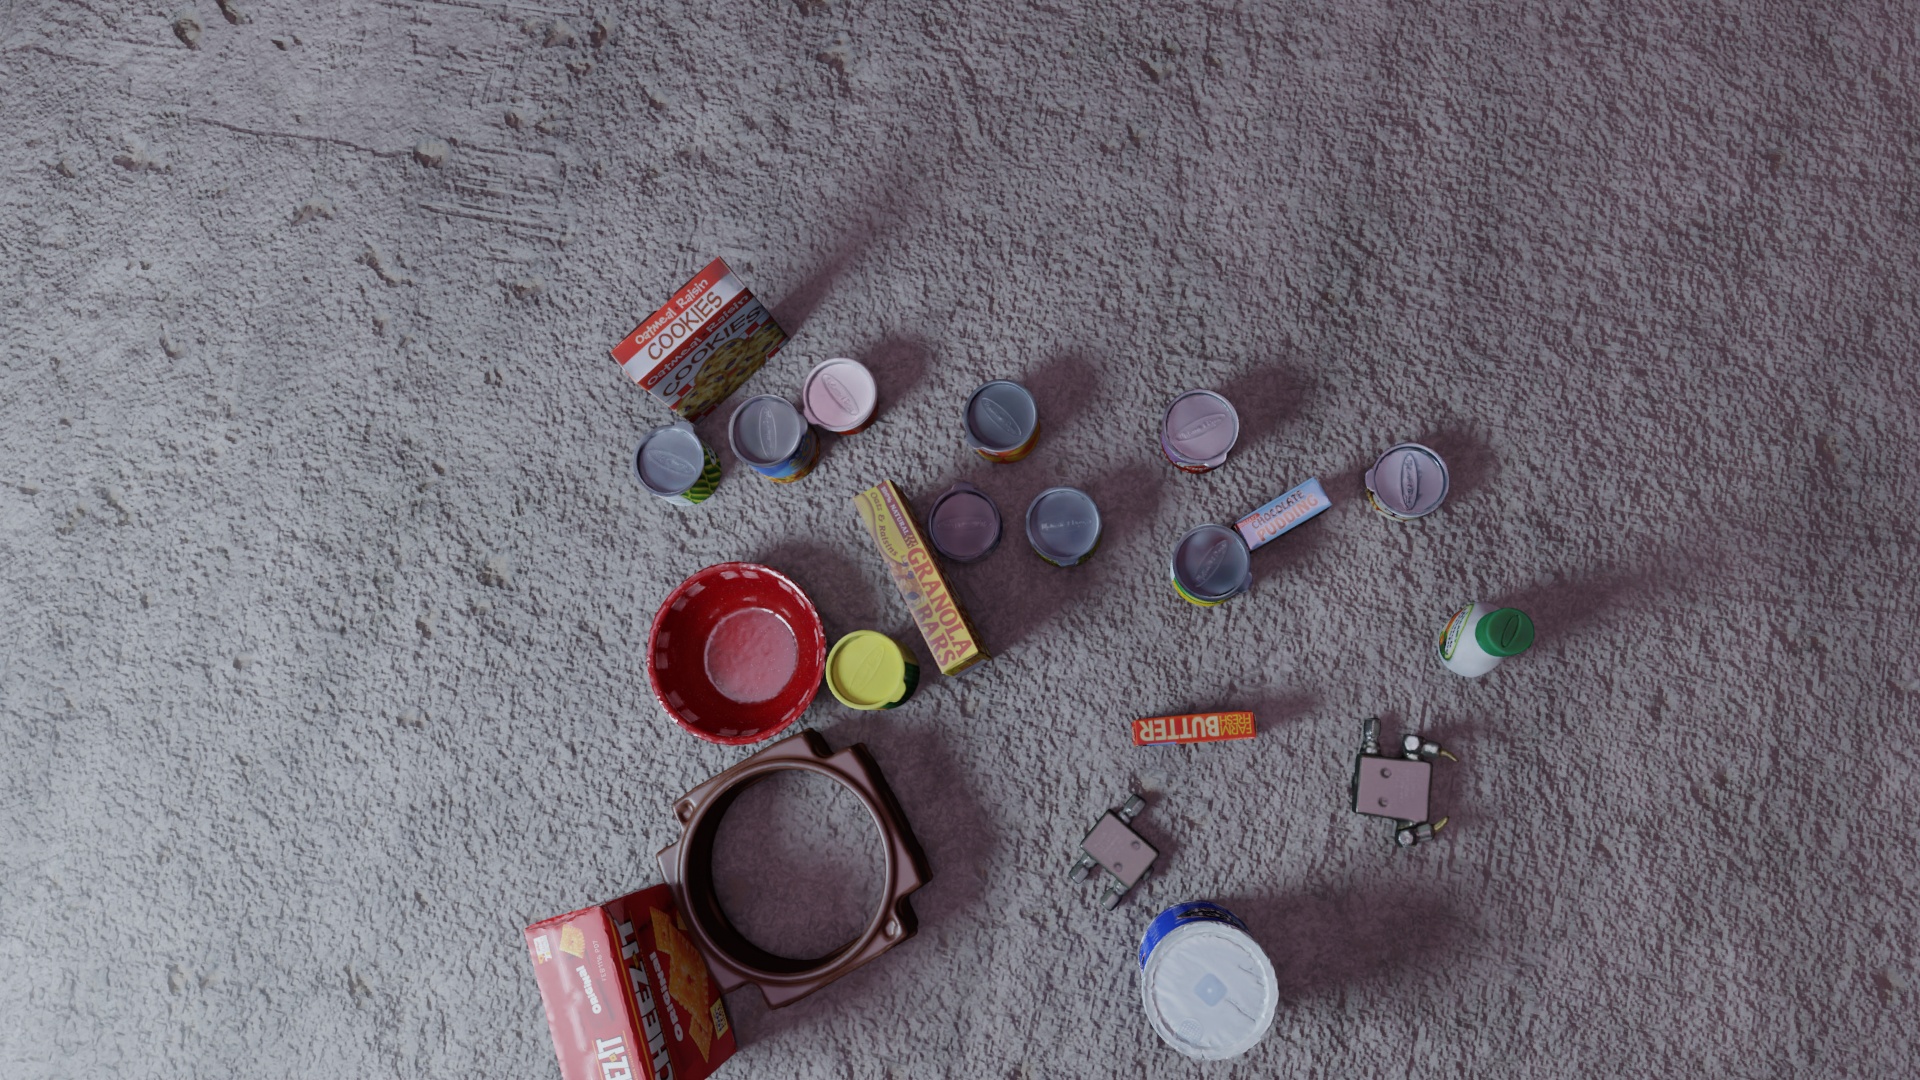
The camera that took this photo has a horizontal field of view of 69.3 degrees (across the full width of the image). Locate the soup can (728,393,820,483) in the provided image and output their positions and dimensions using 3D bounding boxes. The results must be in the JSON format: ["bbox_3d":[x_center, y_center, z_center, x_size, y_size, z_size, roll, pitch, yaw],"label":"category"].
[{"bbox_3d":[-0.163,-0.091,1.251,0.071,0.083,0.071,-1,82,6],"label":"soup can"}]

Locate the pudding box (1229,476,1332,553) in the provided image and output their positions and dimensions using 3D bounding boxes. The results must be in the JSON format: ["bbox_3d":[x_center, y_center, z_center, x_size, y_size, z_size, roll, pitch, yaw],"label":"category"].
[{"bbox_3d":[0.279,-0.020,1.212,0.084,0.049,0.030,-30,80,1],"label":"pudding box"}]

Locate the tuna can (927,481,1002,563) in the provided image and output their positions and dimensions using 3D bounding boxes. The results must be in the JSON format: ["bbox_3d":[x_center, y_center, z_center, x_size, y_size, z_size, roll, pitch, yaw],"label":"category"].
[{"bbox_3d":[0.004,-0.016,1.248,0.071,0.033,0.071,-1,82,6],"label":"tuna can"}]

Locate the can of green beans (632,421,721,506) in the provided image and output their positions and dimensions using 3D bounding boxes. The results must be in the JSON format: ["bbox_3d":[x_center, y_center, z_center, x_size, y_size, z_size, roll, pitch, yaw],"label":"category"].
[{"bbox_3d":[-0.258,-0.068,1.271,0.071,0.058,0.071,-1,82,6],"label":"can of green beans"}]

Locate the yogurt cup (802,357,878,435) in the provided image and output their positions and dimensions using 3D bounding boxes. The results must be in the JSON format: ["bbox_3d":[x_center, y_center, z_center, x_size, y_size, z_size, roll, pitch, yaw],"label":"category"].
[{"bbox_3d":[-0.106,-0.128,1.266,0.072,0.054,0.072,-1,82,6],"label":"yogurt cup"}]

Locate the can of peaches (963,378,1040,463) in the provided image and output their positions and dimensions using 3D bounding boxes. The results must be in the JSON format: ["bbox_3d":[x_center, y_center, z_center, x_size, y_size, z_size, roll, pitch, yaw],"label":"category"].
[{"bbox_3d":[0.036,-0.104,1.245,0.071,0.058,0.071,-1,82,6],"label":"can of peaches"}]

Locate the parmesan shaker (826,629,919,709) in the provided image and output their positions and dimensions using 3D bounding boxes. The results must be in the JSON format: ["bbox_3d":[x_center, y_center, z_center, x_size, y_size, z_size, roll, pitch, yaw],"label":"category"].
[{"bbox_3d":[-0.072,0.116,1.201,0.071,0.103,0.071,-1,82,6],"label":"parmesan shaker"}]

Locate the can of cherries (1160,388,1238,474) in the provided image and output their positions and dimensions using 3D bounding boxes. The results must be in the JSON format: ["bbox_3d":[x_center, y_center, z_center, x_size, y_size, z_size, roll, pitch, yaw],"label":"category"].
[{"bbox_3d":[0.210,-0.093,1.225,0.071,0.058,0.071,-1,82,6],"label":"can of cherries"}]

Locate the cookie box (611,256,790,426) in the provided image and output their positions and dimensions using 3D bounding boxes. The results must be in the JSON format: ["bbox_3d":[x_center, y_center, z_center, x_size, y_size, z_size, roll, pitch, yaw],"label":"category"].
[{"bbox_3d":[-0.226,-0.173,1.227,0.123,0.167,0.040,-42,80,-1],"label":"cookie box"}]

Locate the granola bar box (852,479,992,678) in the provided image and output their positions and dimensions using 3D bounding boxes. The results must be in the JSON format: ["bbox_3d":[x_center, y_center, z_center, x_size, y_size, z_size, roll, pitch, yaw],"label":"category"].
[{"bbox_3d":[-0.030,0.035,1.198,0.039,0.124,0.165,-28,80,2],"label":"granola bar box"}]

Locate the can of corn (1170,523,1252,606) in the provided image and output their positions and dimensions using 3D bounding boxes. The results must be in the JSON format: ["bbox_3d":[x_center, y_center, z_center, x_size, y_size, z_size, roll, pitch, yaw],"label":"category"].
[{"bbox_3d":[0.218,0.024,1.207,0.071,0.058,0.071,-1,82,6],"label":"can of corn"}]

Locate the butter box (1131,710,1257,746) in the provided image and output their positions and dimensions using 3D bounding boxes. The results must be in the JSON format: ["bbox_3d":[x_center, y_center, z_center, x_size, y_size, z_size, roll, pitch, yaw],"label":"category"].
[{"bbox_3d":[0.199,0.162,1.192,0.103,0.053,0.024,-5,82,5],"label":"butter box"}]

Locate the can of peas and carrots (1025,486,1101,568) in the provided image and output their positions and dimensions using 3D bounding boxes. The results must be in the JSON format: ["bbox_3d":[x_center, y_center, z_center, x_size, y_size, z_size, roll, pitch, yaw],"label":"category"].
[{"bbox_3d":[0.092,-0.009,1.225,0.071,0.058,0.071,-1,82,6],"label":"can of peas and carrots"}]

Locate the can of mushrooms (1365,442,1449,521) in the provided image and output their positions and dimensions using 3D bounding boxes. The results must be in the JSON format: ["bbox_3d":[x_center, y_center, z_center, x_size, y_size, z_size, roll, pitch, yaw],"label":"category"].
[{"bbox_3d":[0.387,-0.051,1.213,0.071,0.033,0.071,-1,82,6],"label":"can of mushrooms"}]

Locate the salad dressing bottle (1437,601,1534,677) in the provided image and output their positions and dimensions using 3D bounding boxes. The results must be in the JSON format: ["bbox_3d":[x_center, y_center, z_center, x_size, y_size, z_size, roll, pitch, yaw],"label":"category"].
[{"bbox_3d":[0.429,0.078,1.132,0.044,0.147,0.064,25,86,9],"label":"salad dressing bottle"}]
